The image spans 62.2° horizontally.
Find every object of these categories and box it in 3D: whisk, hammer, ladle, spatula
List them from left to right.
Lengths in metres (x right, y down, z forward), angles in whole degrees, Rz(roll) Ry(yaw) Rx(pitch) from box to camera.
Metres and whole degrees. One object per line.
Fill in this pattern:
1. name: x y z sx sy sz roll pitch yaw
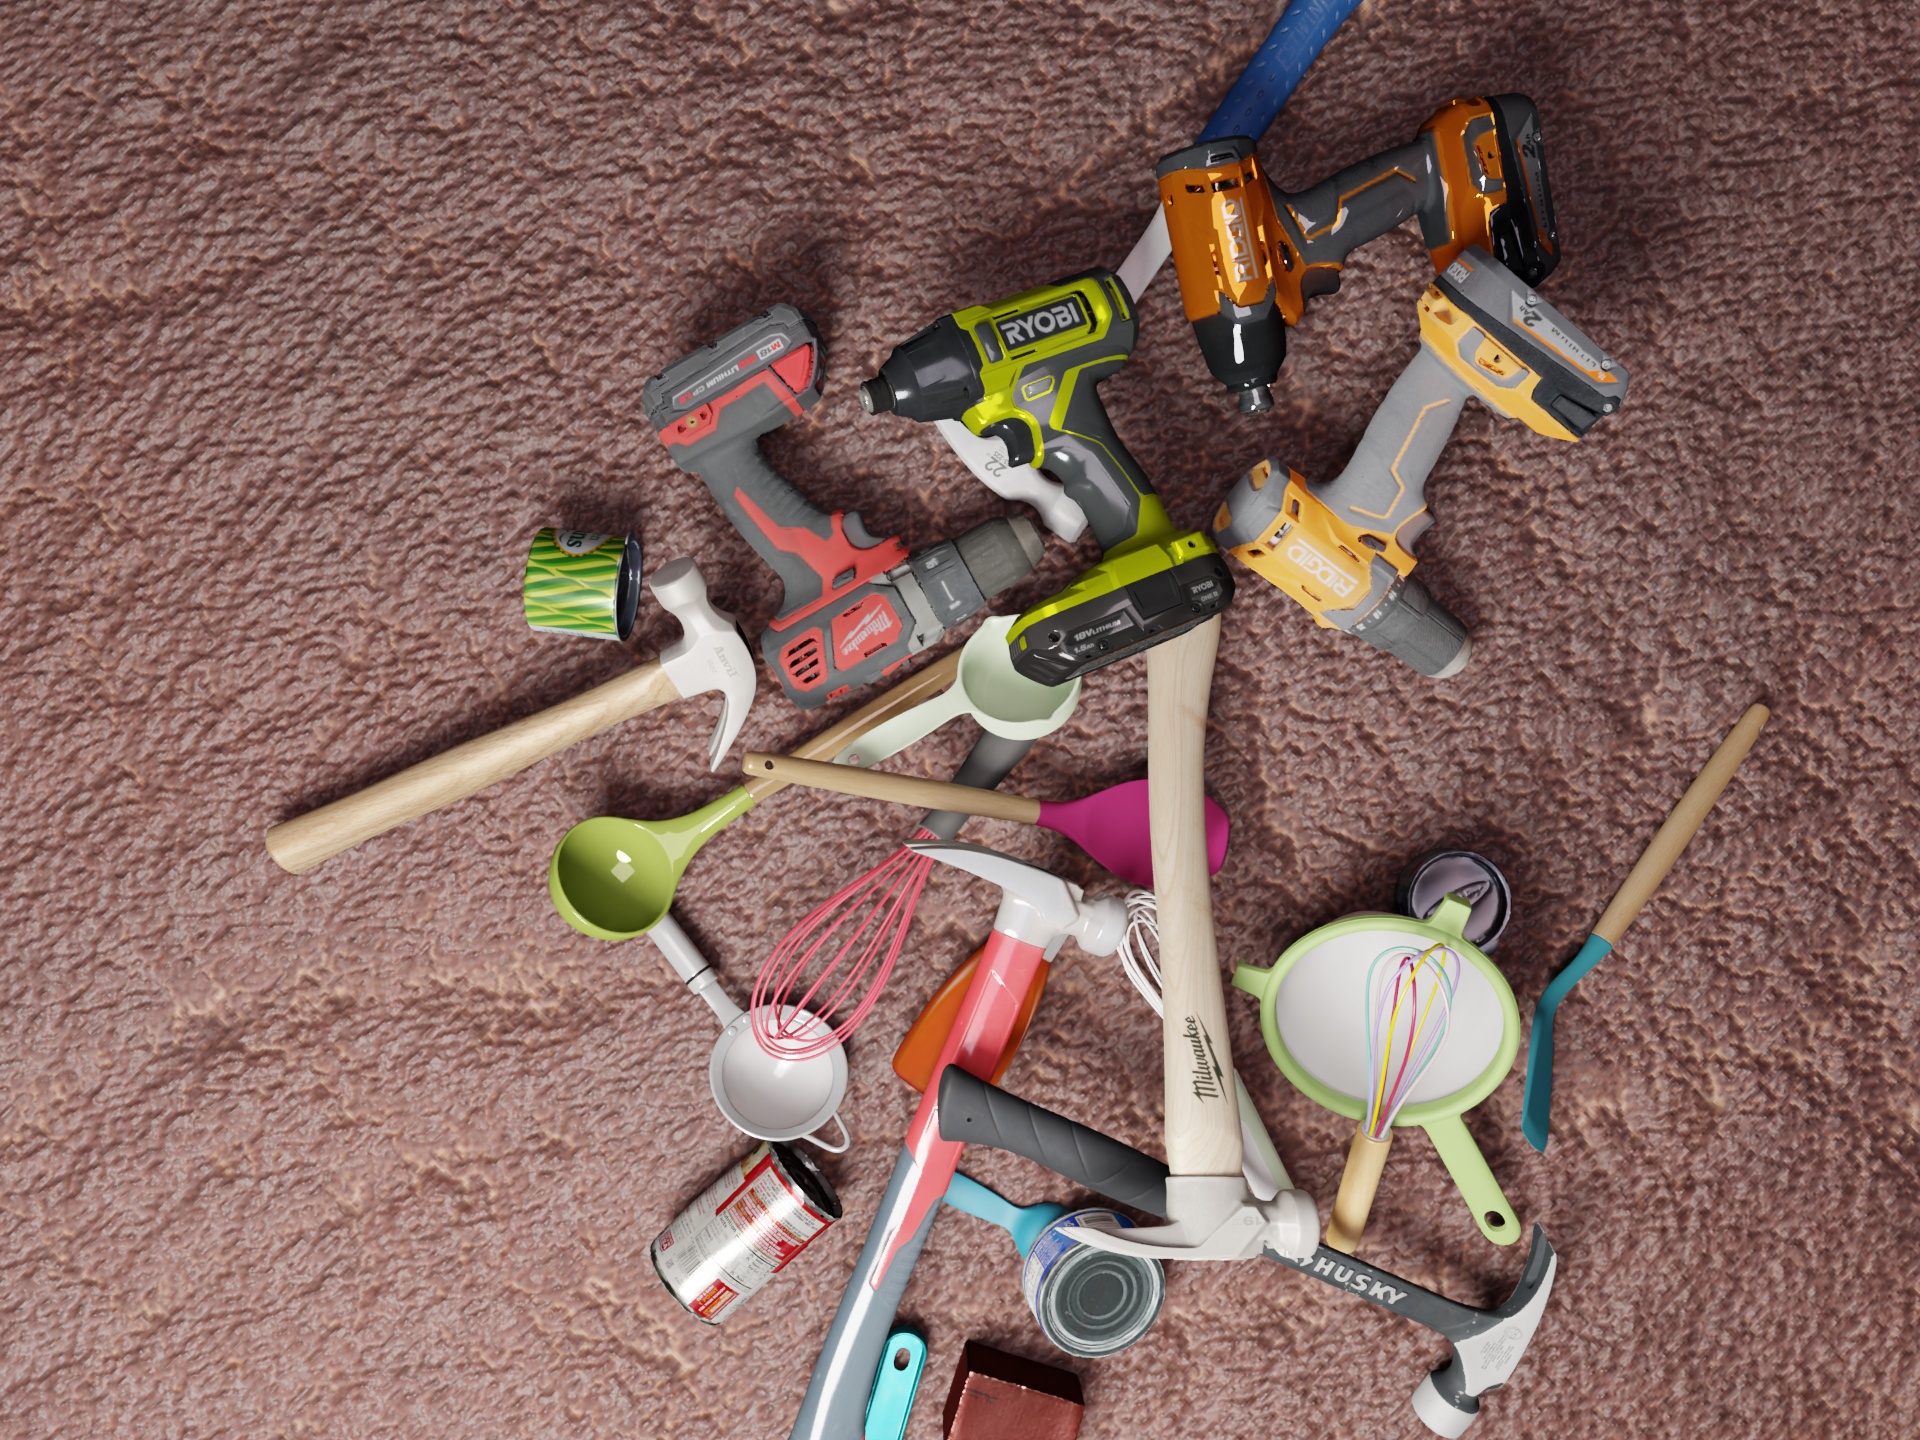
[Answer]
1. hammer: -0.279 0.020 0.989 0.331 0.031 0.129 -24 124 7
2. ladle: -0.108 0.031 0.985 0.320 0.062 0.078 -32 88 -8
3. hammer: -0.035 0.263 0.953 0.143 0.038 0.386 22 91 -15
4. whisk: -0.029 0.087 0.991 0.073 0.073 0.296 38 80 0
5. hammer: 0.128 -0.319 1.013 0.144 0.035 0.405 35 89 0
6. hammer: 0.124 0.103 0.943 0.146 0.038 0.411 4 71 -13
7. whisk: 0.159 0.218 1.001 0.058 0.059 0.246 -24 94 38
8. hammer: 0.168 0.298 0.950 0.408 0.036 0.149 26 107 -10
9. whisk: 0.250 0.230 0.950 0.051 0.047 0.244 12 121 10
10. spatula: 0.429 0.124 1.002 0.044 0.082 0.317 32 84 38

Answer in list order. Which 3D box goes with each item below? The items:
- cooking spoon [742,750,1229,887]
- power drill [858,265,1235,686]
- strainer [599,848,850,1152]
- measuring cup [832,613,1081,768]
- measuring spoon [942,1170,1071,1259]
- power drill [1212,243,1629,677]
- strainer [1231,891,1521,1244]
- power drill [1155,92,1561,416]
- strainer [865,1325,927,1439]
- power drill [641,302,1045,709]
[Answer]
1. cooking spoon: 0.023 0.052 0.974 0.318 0.017 0.069 11 88 -19
2. power drill: 0.053 -0.142 0.940 0.171 0.080 0.223 -22 84 -13
3. strainer: -0.157 0.170 1.003 0.087 0.050 0.258 -35 83 -28
4. measuring cup: -0.002 -0.003 0.982 0.167 0.038 0.083 -28 64 -4
5. measuring spoon: 0.017 0.310 1.009 0.128 0.021 0.042 27 89 -2
6. power drill: 0.290 -0.143 0.957 0.185 0.084 0.226 35 113 -14
7. strainer: 0.290 0.213 0.994 0.151 0.069 0.256 -23 108 25
8. power drill: 0.243 -0.286 0.976 0.226 0.084 0.164 -14 99 -7
9. strainer: -0.077 0.548 0.969 0.211 0.095 0.340 16 90 0
10. power drill: -0.073 -0.142 0.989 0.188 0.080 0.226 -29 93 2
